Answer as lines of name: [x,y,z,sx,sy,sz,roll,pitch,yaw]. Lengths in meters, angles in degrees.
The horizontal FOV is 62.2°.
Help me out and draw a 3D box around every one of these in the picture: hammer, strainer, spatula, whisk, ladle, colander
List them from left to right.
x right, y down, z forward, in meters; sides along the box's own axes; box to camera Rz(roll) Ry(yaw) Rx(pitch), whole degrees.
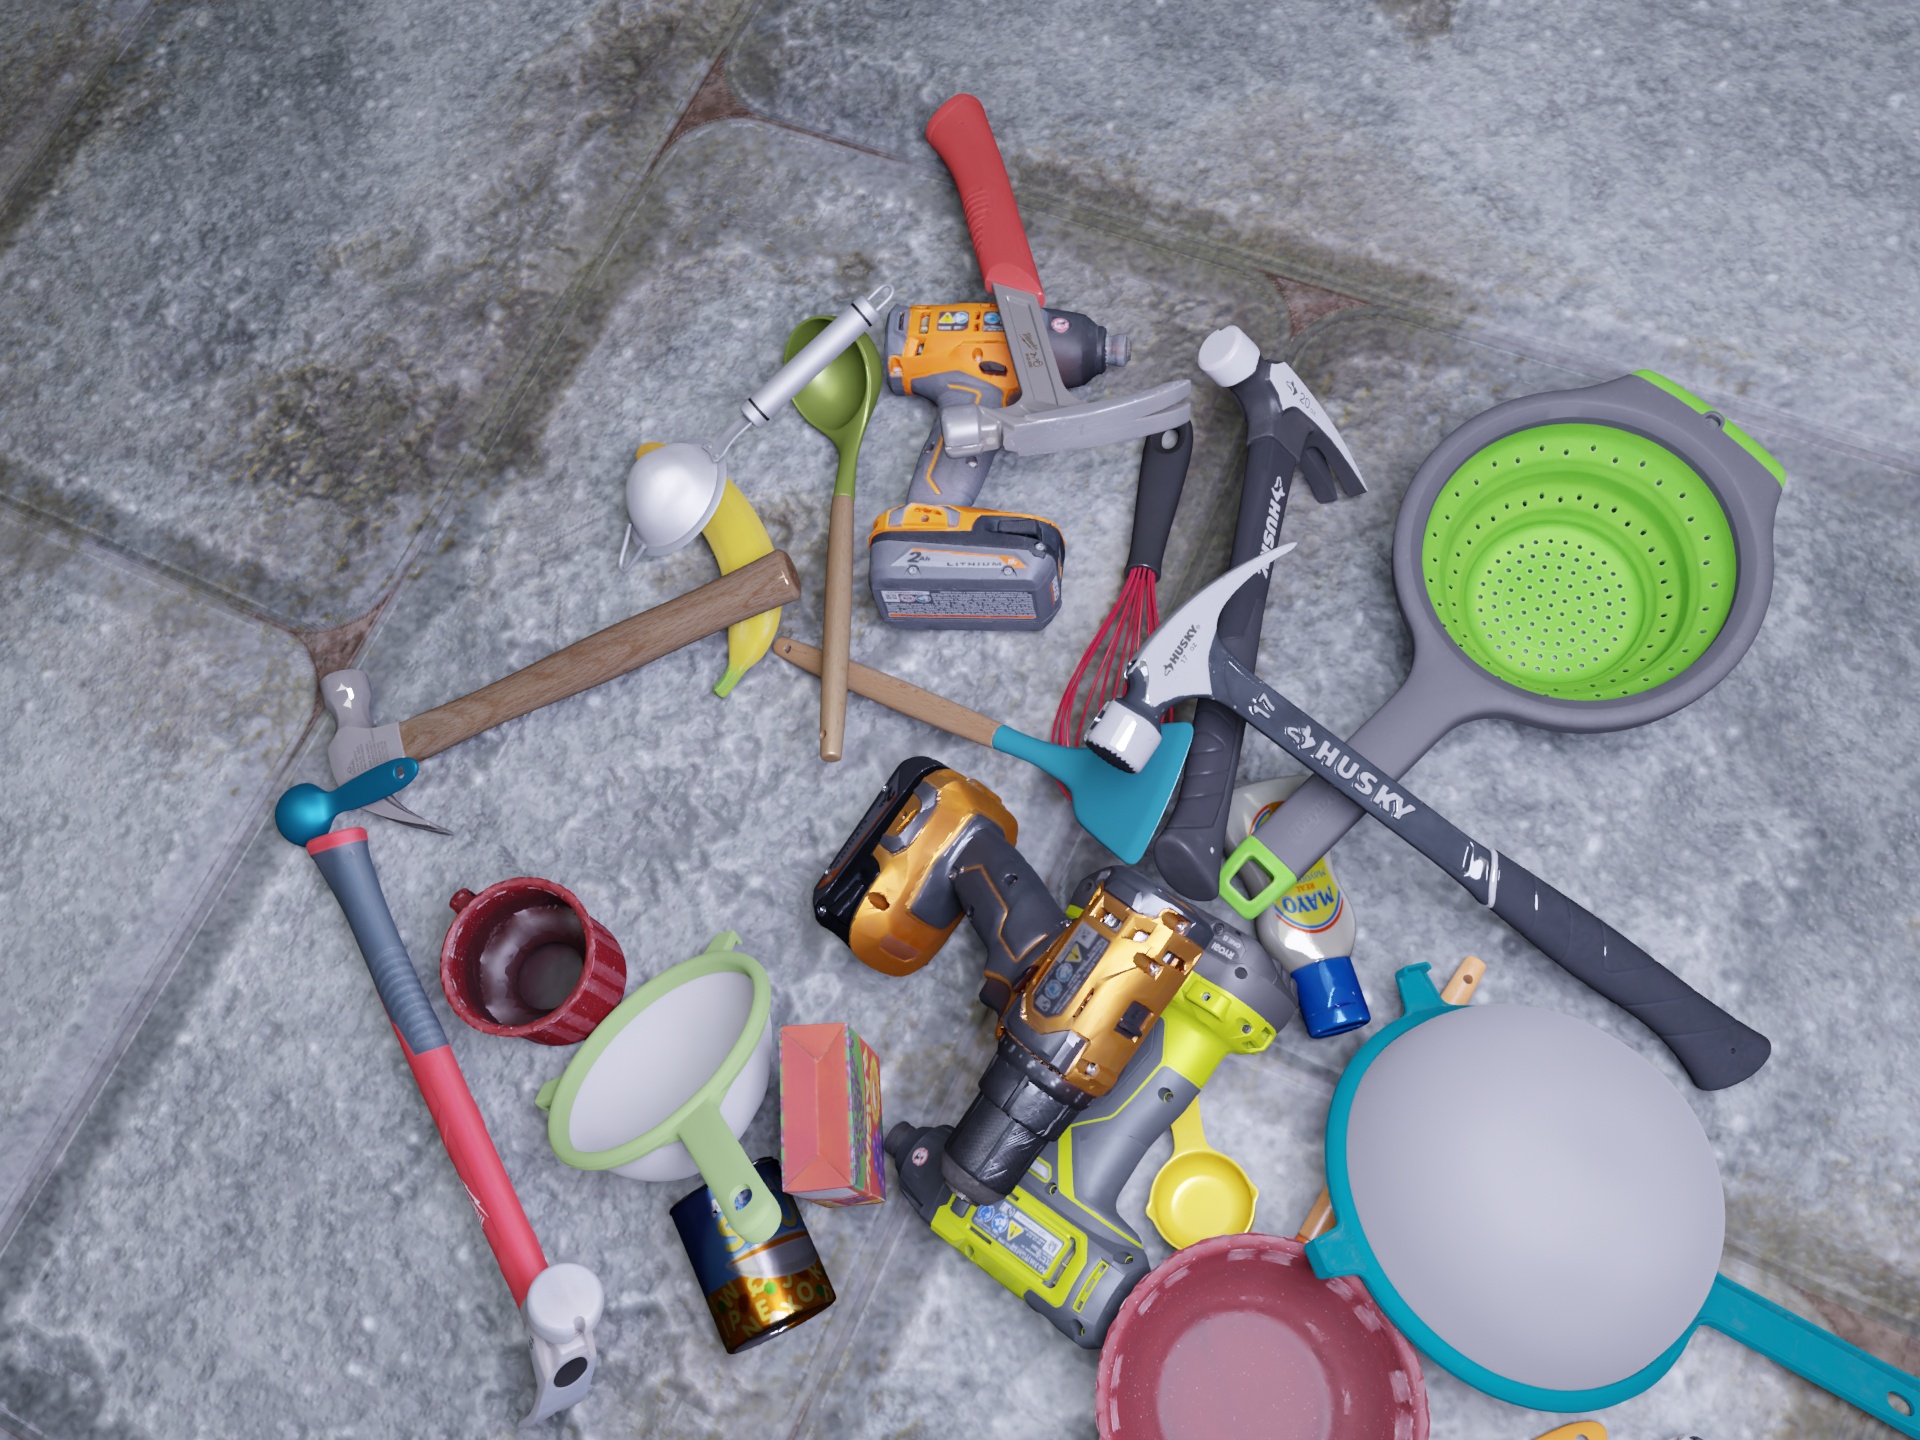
hammer: [-0.307,0.218,0.934,0.038,0.143,0.387,-15,52,-33]
hammer: [-0.255,-0.027,1.021,0.331,0.031,0.130,-23,71,8]
strainer: [-0.133,0.221,0.858,0.151,0.069,0.257,-41,28,-10]
strainer: [-0.141,-0.195,1.030,0.258,0.050,0.087,-42,51,4]
ladle: [-0.086,-0.123,1.018,0.078,0.062,0.320,-28,51,43]
spatula: [-0.001,-0.003,0.944,0.318,0.044,0.082,22,87,34]
hammer: [0.039,-0.305,1.044,0.149,0.036,0.359,-10,51,-1]
whisk: [0.111,-0.075,0.996,0.073,0.073,0.296,8,64,11]
hammer: [0.165,-0.055,0.922,0.035,0.146,0.335,-10,56,45]
spatula: [0.204,0.262,0.862,0.081,0.041,0.323,32,76,13]
hammer: [0.267,0.068,0.845,0.409,0.036,0.149,36,81,-6]
colander: [0.297,-0.026,0.931,0.397,0.094,0.205,-44,72,-4]
strainer: [0.353,0.254,0.787,0.340,0.095,0.211,28,53,6]

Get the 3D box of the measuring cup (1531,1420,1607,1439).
measuring cup: [0.251,0.397,0.797,0.173,0.052,0.095,-27,68,0]

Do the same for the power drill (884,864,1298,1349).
power drill: [0.069,0.201,0.876,0.171,0.080,0.223,27,77,37]

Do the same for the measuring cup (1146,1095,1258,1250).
measuring cup: [0.128,0.226,0.900,0.062,0.029,0.157,-13,56,8]

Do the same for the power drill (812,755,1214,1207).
power drill: [0.009,0.135,0.862,0.185,0.084,0.226,-56,41,-2]

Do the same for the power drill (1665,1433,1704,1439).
power drill: [0.329,0.475,0.747,0.228,0.080,0.191,-30,69,-6]

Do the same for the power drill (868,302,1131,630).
power drill: [0.025,-0.174,1.031,0.164,0.084,0.227,1,66,9]

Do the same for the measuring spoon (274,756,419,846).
measuring spoon: [-0.393,0.048,1.008,0.128,0.021,0.042,-21,83,28]
